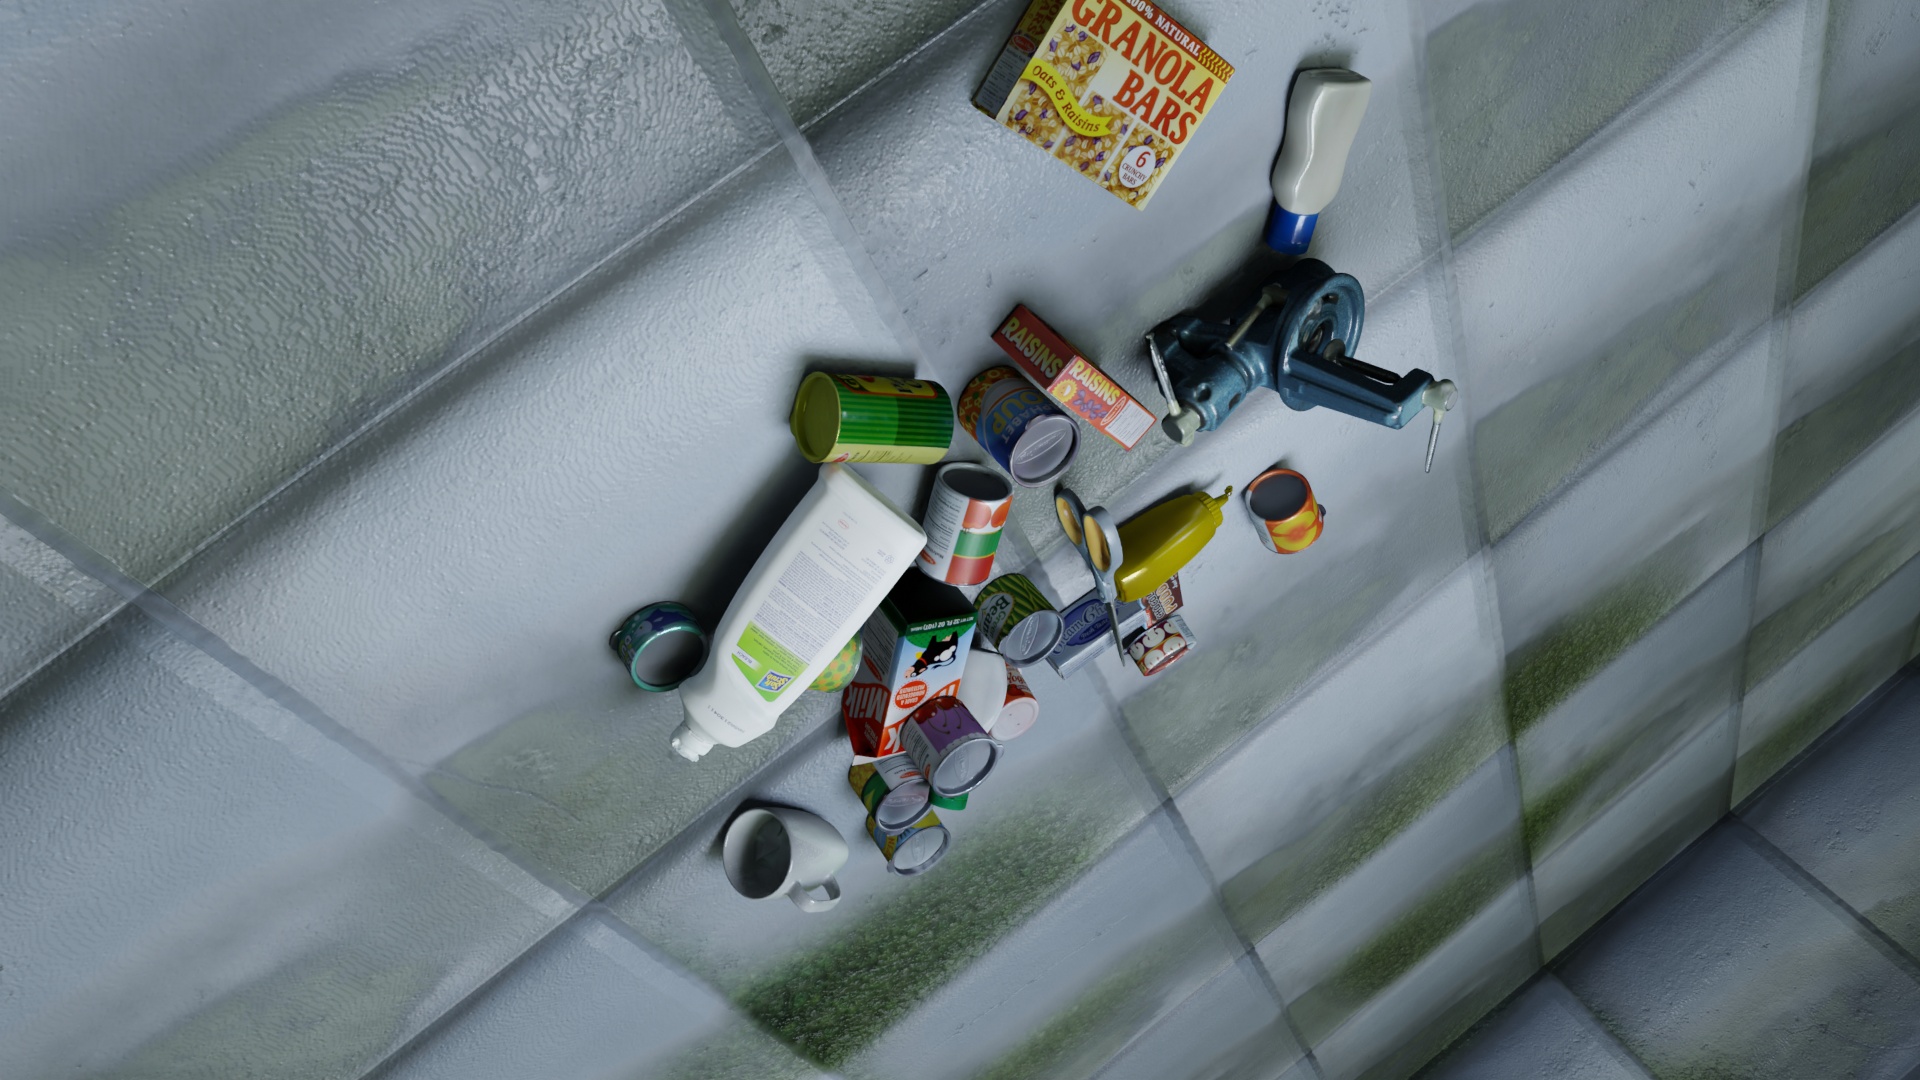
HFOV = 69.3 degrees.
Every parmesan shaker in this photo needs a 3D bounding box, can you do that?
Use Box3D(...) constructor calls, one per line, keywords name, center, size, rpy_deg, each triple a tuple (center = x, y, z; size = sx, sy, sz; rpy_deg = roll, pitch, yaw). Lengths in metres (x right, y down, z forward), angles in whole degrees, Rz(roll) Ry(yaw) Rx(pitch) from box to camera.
Box3D(name="parmesan shaker", center=(-0.066, -0.091, 1.041), size=(0.103, 0.071, 0.071), rpy_deg=(-1, 124, -37))

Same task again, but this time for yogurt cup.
Box3D(name="yogurt cup", center=(0.039, 0.154, 1.327), size=(0.072, 0.054, 0.072), rpy_deg=(-19, 133, -22))

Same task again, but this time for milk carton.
Box3D(name="milk carton", center=(-0.050, 0.121, 1.219), size=(0.072, 0.074, 0.189), rpy_deg=(-8, 129, -32))

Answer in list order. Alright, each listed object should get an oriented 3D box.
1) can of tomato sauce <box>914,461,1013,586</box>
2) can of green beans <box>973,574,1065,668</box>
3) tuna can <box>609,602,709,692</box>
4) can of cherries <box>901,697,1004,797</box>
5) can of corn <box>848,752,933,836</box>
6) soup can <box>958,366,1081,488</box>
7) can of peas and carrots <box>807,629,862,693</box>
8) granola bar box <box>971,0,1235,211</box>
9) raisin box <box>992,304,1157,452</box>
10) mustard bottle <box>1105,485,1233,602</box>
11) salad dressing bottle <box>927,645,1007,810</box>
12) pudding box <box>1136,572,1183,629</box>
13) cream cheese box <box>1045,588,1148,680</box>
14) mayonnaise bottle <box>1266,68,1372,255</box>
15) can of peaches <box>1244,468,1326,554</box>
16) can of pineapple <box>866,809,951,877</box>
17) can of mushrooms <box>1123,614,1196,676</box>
Box3D(name="can of tomato sauce", center=(0.004, -0.014, 1.153), size=(0.071, 0.071, 0.082), rpy_deg=(-6, 126, -33))
Box3D(name="can of green beans", center=(0.052, 0.073, 1.266), size=(0.071, 0.058, 0.071), rpy_deg=(-20, 134, -22))
Box3D(name="tuna can", center=(-0.233, 0.084, 1.082), size=(0.071, 0.033, 0.070), rpy_deg=(-20, 134, -23))
Box3D(name="can of cherries", center=(-0.007, 0.177, 1.197), size=(0.072, 0.058, 0.071), rpy_deg=(-21, 134, -23))
Box3D(name="can of corn", center=(-0.065, 0.233, 1.311), size=(0.071, 0.058, 0.070), rpy_deg=(-20, 134, -22))
Box3D(name="soup can", center=(0.046, -0.093, 1.105), size=(0.071, 0.084, 0.071), rpy_deg=(-20, 134, -23))
Box3D(name="can of peas and carrots", center=(-0.123, 0.087, 1.142), size=(0.059, 0.071, 0.070), rpy_deg=(17, 113, -43))
Box3D(name="granola bar box", center=(0.104, -0.325, 0.990), size=(0.165, 0.039, 0.124), rpy_deg=(18, 113, -43))
Box3D(name="raisin box", center=(0.092, -0.129, 1.108), size=(0.040, 0.086, 0.123), rpy_deg=(-49, 137, 11))
Box3D(name="mustard bottle", center=(0.199, -0.004, 1.309), size=(0.161, 0.065, 0.048), rpy_deg=(-33, 133, -15))
Box3D(name="salad dressing bottle", center=(0.002, 0.172, 1.276), size=(0.064, 0.044, 0.147), rpy_deg=(13, 89, 0))
Box3D(name="pudding box", center=(0.187, 0.042, 1.362), size=(0.050, 0.030, 0.083), rpy_deg=(-30, 136, -12))
Box3D(name="cream cheese box", center=(0.123, 0.084, 1.332), size=(0.104, 0.053, 0.024), rpy_deg=(-34, 139, -8))
Box3D(name="mayonnaise bottle", center=(0.287, -0.309, 1.140), size=(0.065, 0.041, 0.147), rpy_deg=(-11, 131, -27))
Box3D(name="can of peaches", center=(0.322, -0.030, 1.375), size=(0.071, 0.071, 0.058), rpy_deg=(-40, 137, -2))
Box3D(name="can of pineapple", center=(-0.053, 0.287, 1.365), size=(0.071, 0.058, 0.070), rpy_deg=(-20, 133, -23))
Box3D(name="can of mushrooms", center=(0.202, 0.108, 1.408), size=(0.071, 0.033, 0.071), rpy_deg=(-30, 163, -10))
